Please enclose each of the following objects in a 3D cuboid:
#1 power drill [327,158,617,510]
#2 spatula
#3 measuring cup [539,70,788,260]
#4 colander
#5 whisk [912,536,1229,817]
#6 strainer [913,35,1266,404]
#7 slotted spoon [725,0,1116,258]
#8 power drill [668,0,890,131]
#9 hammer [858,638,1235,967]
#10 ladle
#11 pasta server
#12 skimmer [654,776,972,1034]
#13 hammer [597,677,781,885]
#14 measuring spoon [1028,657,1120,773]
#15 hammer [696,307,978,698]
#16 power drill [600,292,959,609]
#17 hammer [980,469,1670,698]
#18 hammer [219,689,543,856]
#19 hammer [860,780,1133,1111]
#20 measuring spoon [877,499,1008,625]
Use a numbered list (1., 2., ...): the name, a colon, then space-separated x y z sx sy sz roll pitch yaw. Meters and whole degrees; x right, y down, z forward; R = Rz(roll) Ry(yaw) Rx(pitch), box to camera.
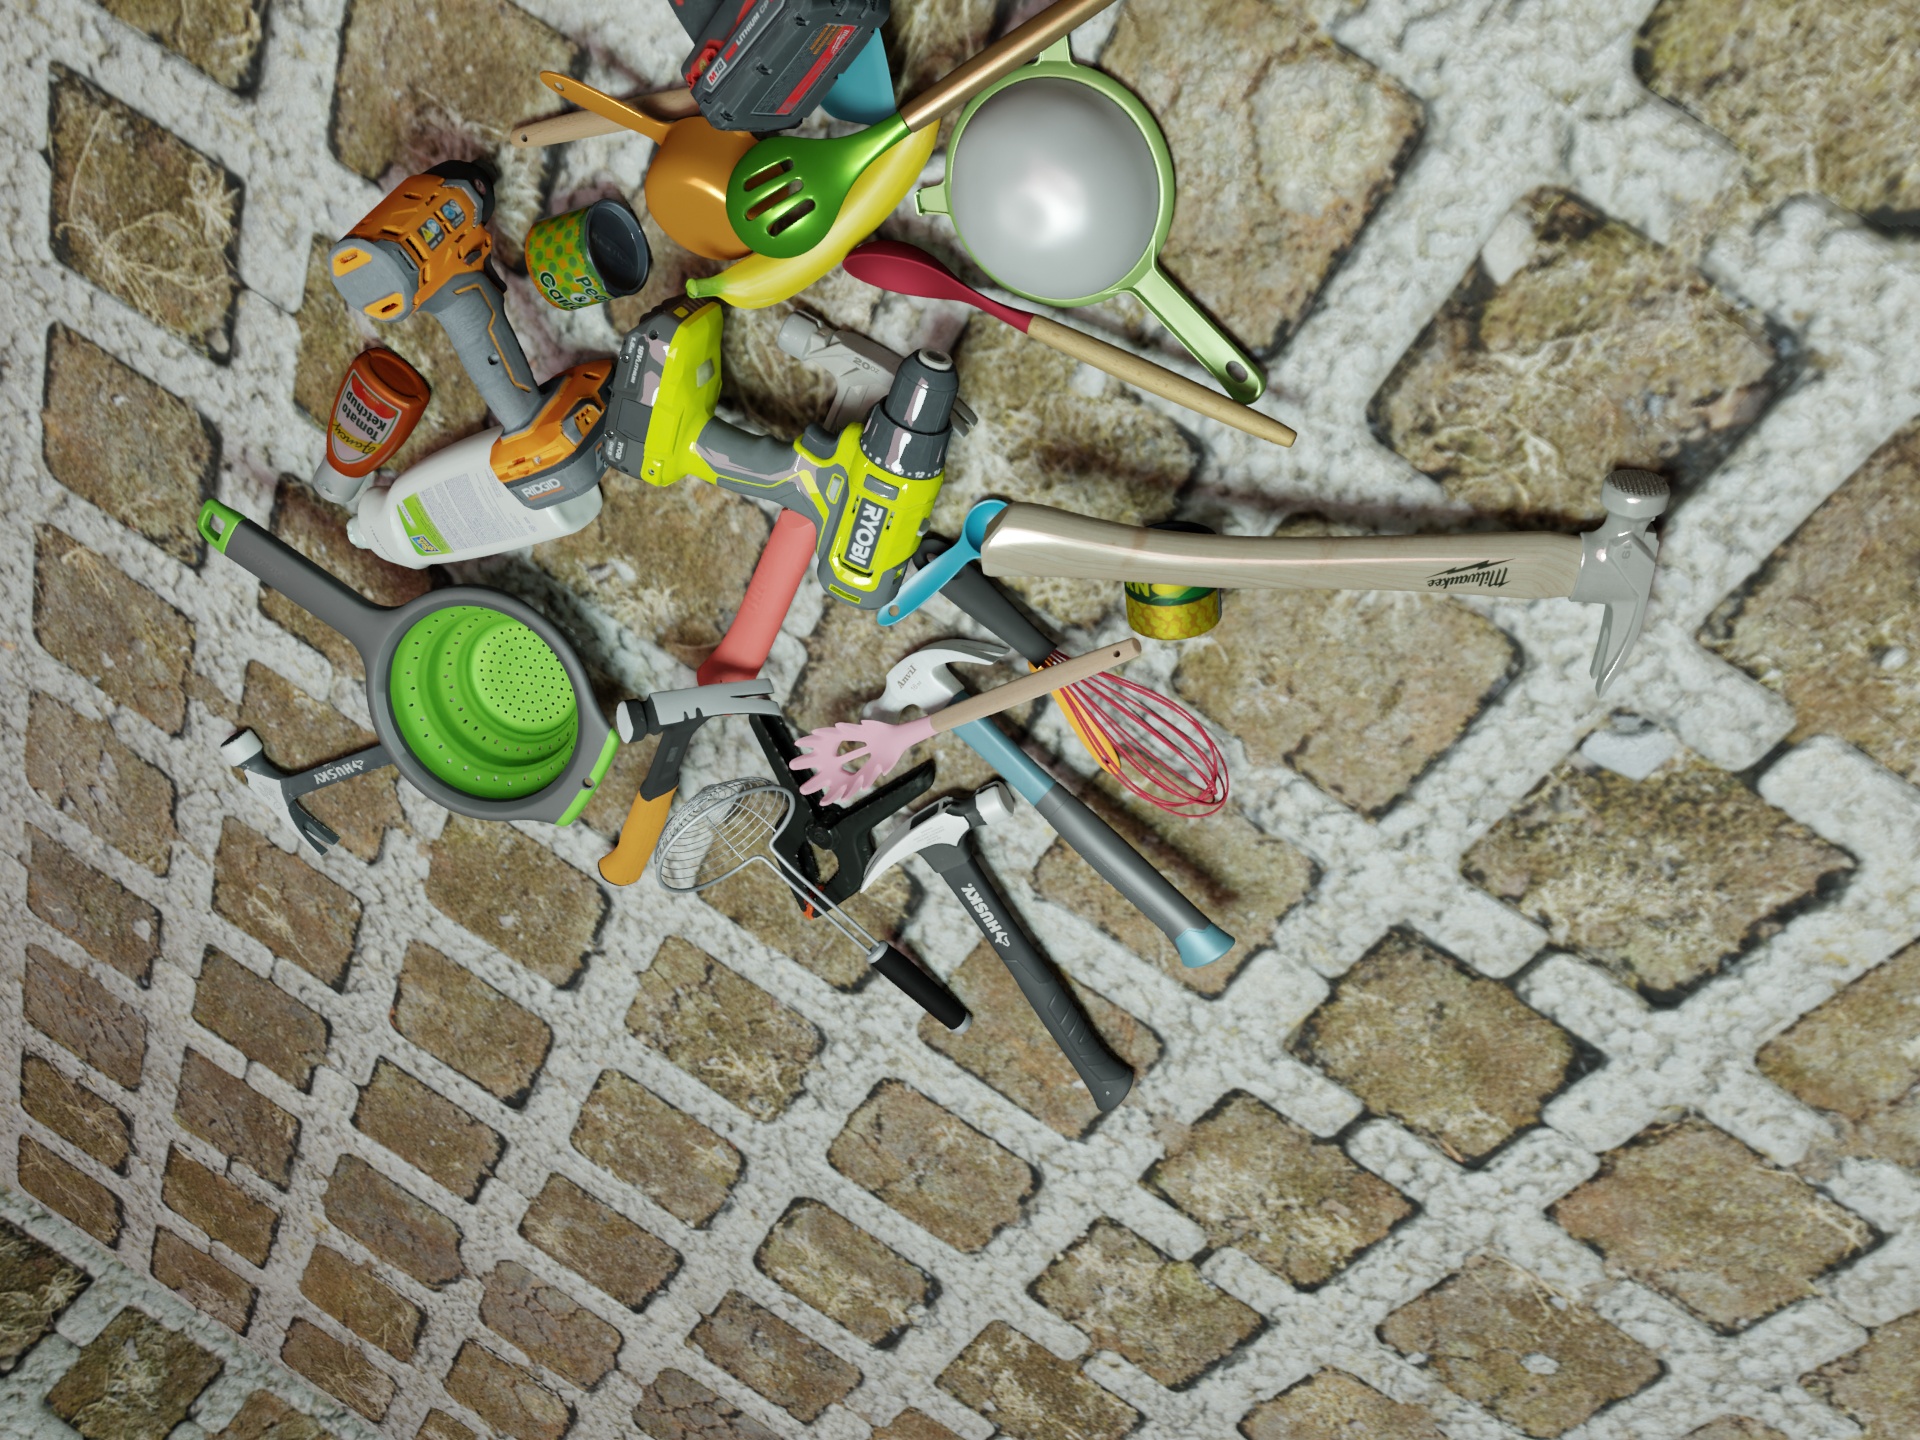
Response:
1. power drill: -0.325 -0.283 1.134 0.084 0.164 0.226 -11 129 32
2. spatula: -0.176 -0.404 1.033 0.317 0.044 0.082 0 118 28
3. measuring cup: -0.199 -0.360 1.030 0.173 0.052 0.095 24 158 -13
4. colander: -0.455 -0.071 1.347 0.397 0.094 0.204 35 112 -2
5. whisk: 0.079 -0.034 1.163 0.296 0.073 0.073 41 131 2
6. strainer: 0.088 -0.280 0.974 0.256 0.069 0.151 44 130 -6
7. slotted spoon: -0.011 -0.369 0.935 0.314 0.031 0.070 -27 101 19
8. power drill: -0.138 -0.480 0.916 0.188 0.080 0.227 -38 84 37
9. hammer: 0.074 0.066 1.211 0.331 0.033 0.128 43 122 6
10. ladle: 0.068 -0.242 1.013 0.315 0.069 0.031 27 91 12
11. pasta server: -0.002 -0.004 1.168 0.316 0.040 0.060 -21 93 37
12. skimmer: -0.106 0.175 1.330 0.127 0.090 0.363 -42 117 7
13. hammer: -0.254 0.063 1.360 0.336 0.127 0.034 -54 52 55
14. measuring spoon: 0.087 -0.003 1.207 0.021 0.011 0.116 -24 110 36
15. hammer: -0.119 -0.129 1.204 0.149 0.037 0.359 32 130 2
16. power drill: -0.117 -0.199 1.084 0.228 0.080 0.190 26 128 4
17. hammer: 0.219 -0.092 1.006 0.410 0.038 0.146 3 125 8
18. hammer: -0.548 0.036 1.531 0.409 0.036 0.149 -15 116 33
19. hammer: 0.049 0.208 1.345 0.146 0.035 0.334 -25 113 18
20. measuring spoon: -0.008 -0.110 1.145 0.128 0.021 0.042 -38 80 14
